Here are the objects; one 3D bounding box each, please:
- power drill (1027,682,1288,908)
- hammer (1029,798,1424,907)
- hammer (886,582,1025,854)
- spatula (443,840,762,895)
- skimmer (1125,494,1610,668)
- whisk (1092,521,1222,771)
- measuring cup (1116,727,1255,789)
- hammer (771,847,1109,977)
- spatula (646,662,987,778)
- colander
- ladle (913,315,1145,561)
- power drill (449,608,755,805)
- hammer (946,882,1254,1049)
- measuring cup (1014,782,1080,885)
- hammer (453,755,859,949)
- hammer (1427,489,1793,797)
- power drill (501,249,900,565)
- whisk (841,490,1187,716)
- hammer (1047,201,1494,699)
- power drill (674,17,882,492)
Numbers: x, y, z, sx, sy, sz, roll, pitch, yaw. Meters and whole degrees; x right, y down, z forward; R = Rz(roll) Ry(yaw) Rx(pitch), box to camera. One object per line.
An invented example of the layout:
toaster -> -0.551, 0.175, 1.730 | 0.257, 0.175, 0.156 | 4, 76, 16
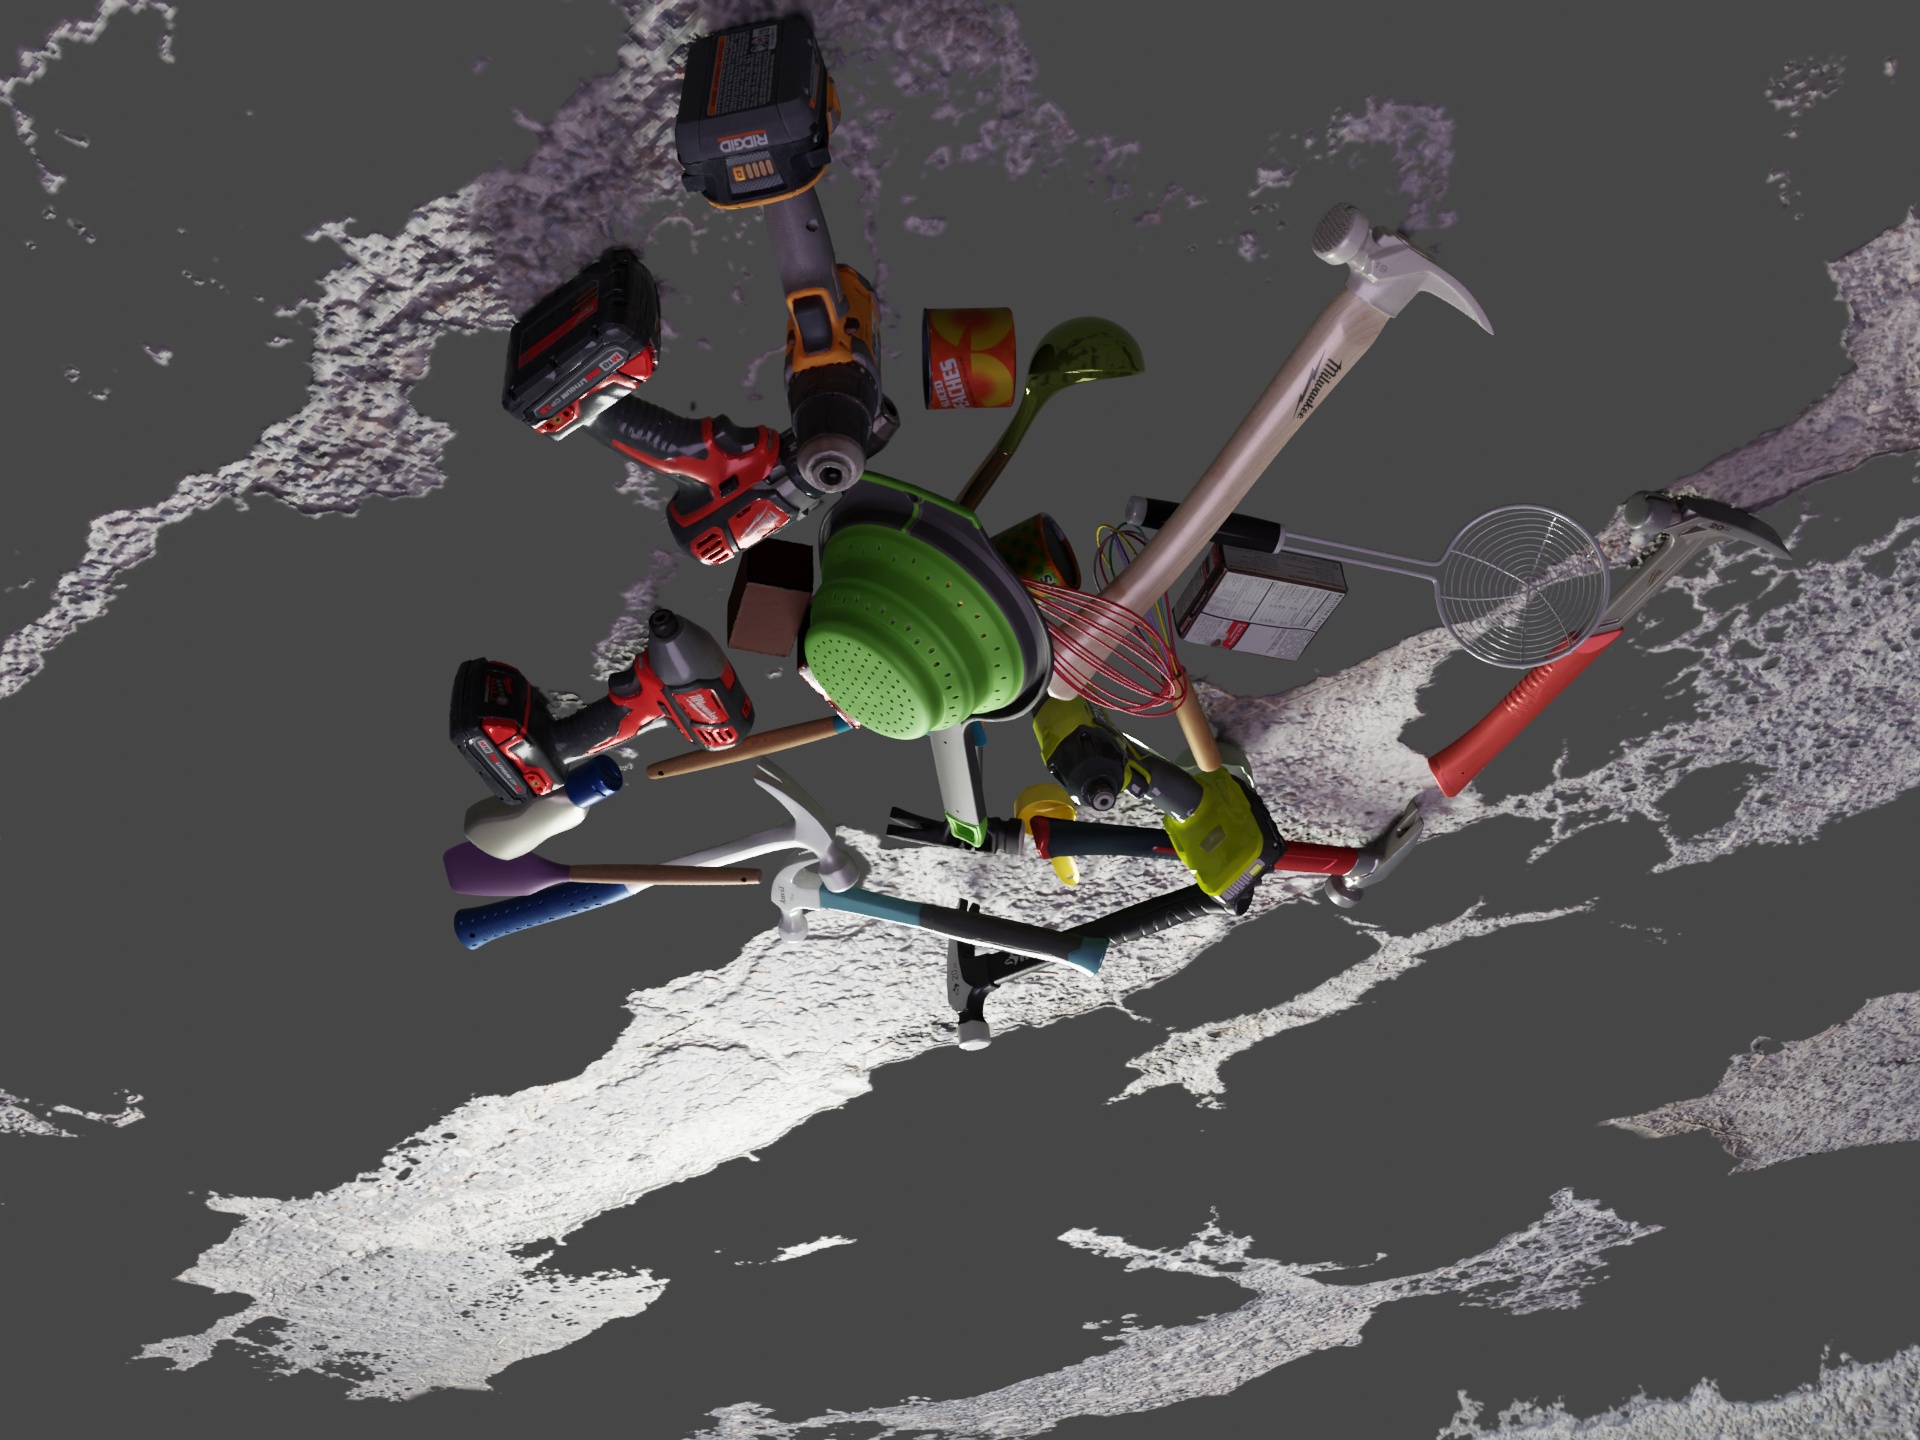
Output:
power drill -> 0.160, 0.060, 1.322 | 0.223, 0.171, 0.080 | 32, 110, -25
hammer -> 0.250, 0.112, 1.502 | 0.386, 0.038, 0.143 | 7, 138, -22
hammer -> -0.002, -0.004, 1.350 | 0.127, 0.034, 0.336 | 7, 137, 6
spatula -> -0.331, 0.138, 1.452 | 0.316, 0.018, 0.059 | 0, 114, 14
skimmer -> 0.308, -0.126, 1.206 | 0.363, 0.090, 0.127 | 10, 98, -12
whisk -> 0.161, -0.057, 1.268 | 0.047, 0.051, 0.244 | -3, 129, 35
measuring cup -> 0.190, 0.032, 1.431 | 0.167, 0.038, 0.083 | 28, 129, -18
hammer -> -0.023, 0.188, 1.498 | 0.331, 0.033, 0.128 | 11, 129, 15
spatula -> -0.131, 0.013, 1.348 | 0.317, 0.044, 0.082 | -14, 117, 18
colander -> -0.034, -0.002, 1.192 | 0.205, 0.094, 0.396 | 24, 147, 25
ladle -> 0.026, -0.170, 1.149 | 0.078, 0.062, 0.320 | -8, 151, -38
power drill -> -0.290, -0.016, 1.284 | 0.219, 0.079, 0.143 | -14, 140, 7
hammer -> 0.126, 0.199, 1.510 | 0.335, 0.146, 0.035 | -24, 149, 28
measuring cup -> 0.090, 0.109, 1.514 | 0.062, 0.029, 0.156 | -13, 142, 9
hammer -> -0.303, 0.143, 1.485 | 0.405, 0.035, 0.144 | -17, 120, 19
hammer -> 0.529, -0.050, 1.364 | 0.149, 0.037, 0.359 | 12, 137, -20
power drill -> -0.170, -0.209, 1.066 | 0.188, 0.080, 0.226 | -28, 138, 25
whisk -> 0.036, -0.094, 1.146 | 0.296, 0.073, 0.073 | 34, 135, 6
hammer -> 0.193, -0.163, 1.135 | 0.146, 0.038, 0.410 | 21, 123, -28
power drill -> -0.095, -0.261, 0.928 | 0.084, 0.186, 0.226 | -9, 137, 7
